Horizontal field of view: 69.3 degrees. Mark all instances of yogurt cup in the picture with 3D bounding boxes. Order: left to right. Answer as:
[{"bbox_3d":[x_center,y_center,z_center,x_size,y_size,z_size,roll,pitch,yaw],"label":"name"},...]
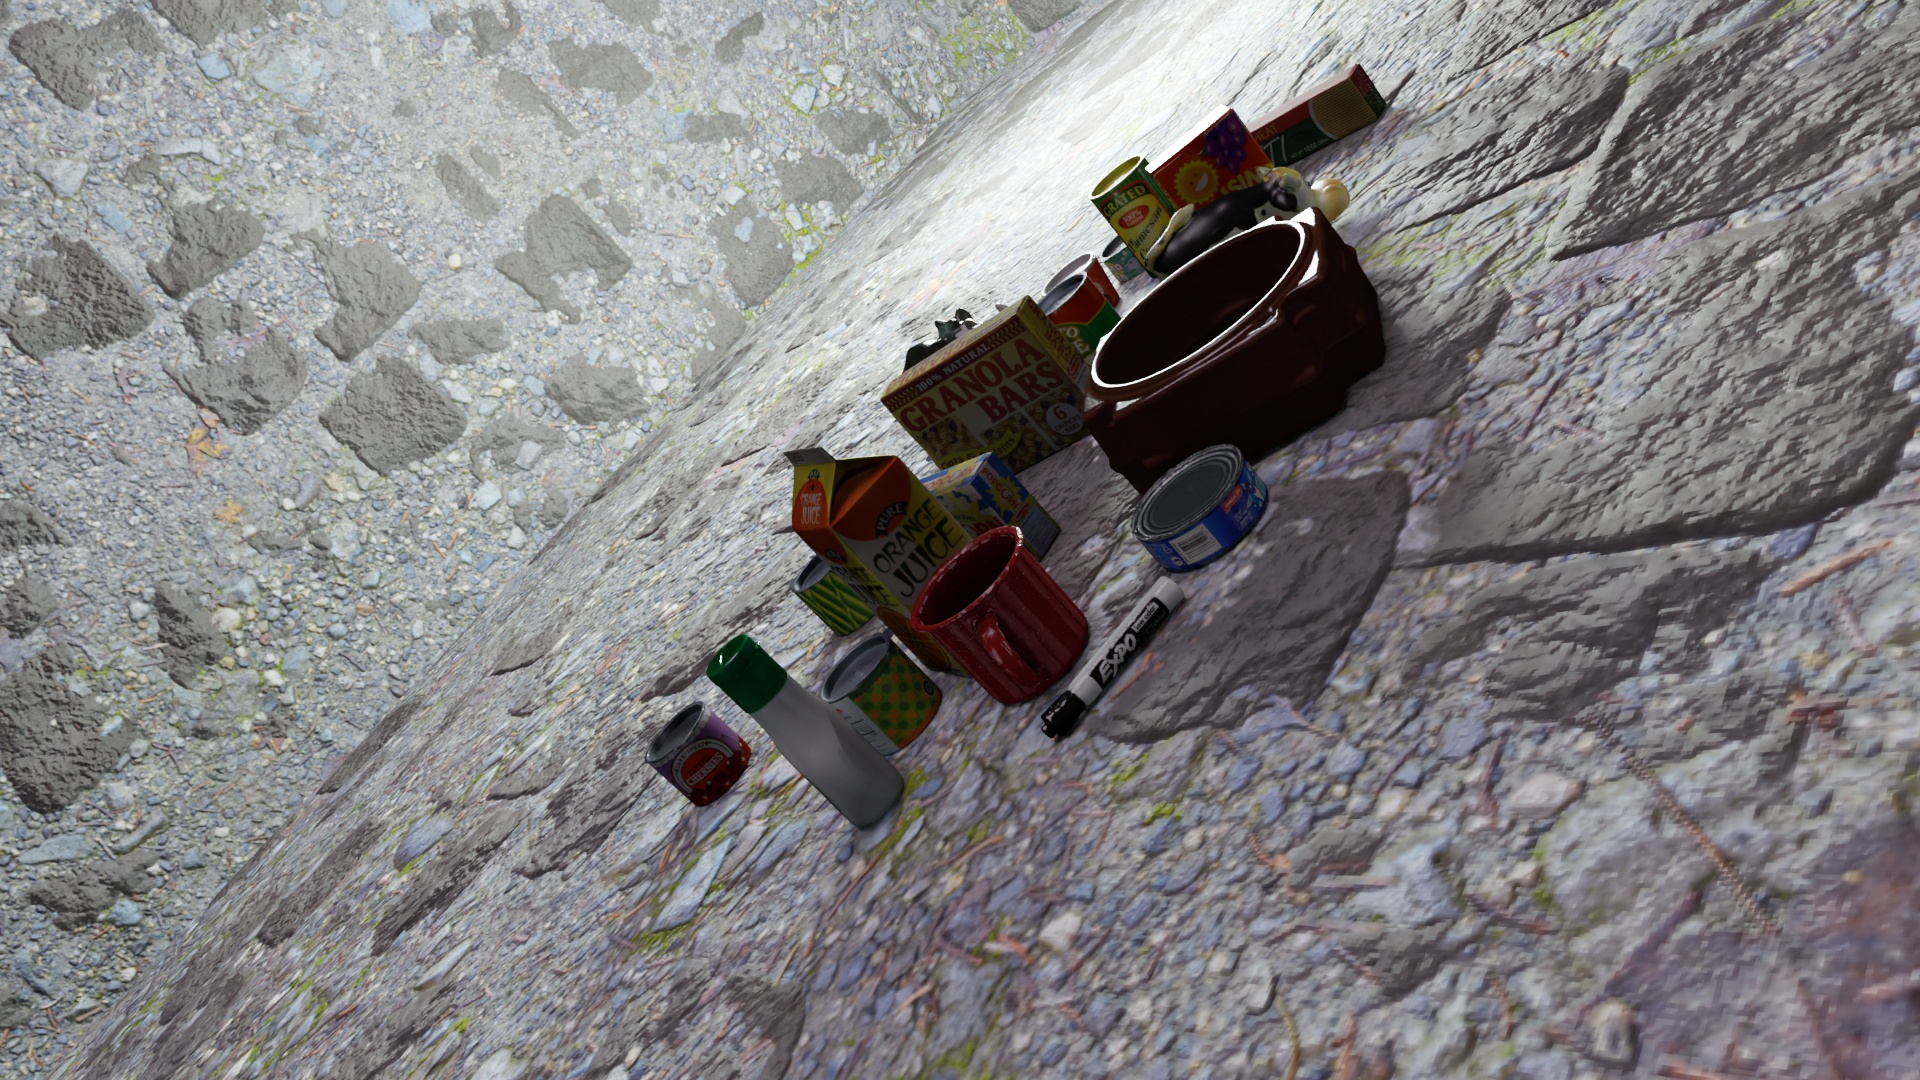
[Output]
[{"bbox_3d":[0.123,-0.249,1.398,0.072,0.054,0.073,-37,20,16],"label":"yogurt cup"}]

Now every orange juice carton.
[{"bbox_3d":[-0.047,0.004,0.976,0.073,0.192,0.071,-49,20,-18],"label":"orange juice carton"}]

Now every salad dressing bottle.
[{"bbox_3d":[-0.100,0.122,0.896,0.044,0.147,0.064,-40,19,7],"label":"salad dressing bottle"}]

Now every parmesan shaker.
[{"bbox_3d":[0.183,-0.316,1.349,0.071,0.103,0.071,-37,20,16],"label":"parmesan shaker"}]

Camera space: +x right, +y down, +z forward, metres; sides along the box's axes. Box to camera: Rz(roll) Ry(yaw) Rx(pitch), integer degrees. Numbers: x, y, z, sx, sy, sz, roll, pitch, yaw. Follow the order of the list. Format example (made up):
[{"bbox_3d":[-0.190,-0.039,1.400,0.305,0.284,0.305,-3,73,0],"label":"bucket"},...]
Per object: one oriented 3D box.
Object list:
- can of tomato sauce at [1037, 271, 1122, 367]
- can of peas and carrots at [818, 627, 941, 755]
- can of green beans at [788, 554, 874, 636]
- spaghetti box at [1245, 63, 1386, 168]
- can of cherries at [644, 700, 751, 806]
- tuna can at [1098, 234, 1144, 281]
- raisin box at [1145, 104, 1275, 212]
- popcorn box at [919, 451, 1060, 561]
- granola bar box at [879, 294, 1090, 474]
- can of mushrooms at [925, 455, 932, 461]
[{"bbox_3d":[0.110,-0.186,1.245,0.071,0.083,0.071,-37,20,16],"label":"can of tomato sauce"},{"bbox_3d":[-0.054,0.106,0.976,0.071,0.058,0.071,-37,20,16],"label":"can of peas and carrots"},{"bbox_3d":[-0.104,0.041,1.212,0.071,0.057,0.071,-37,20,16],"label":"can of green beans"},{"bbox_3d":[0.297,-0.385,1.360,0.249,0.050,0.029,-18,31,50],"label":"spaghetti box"},{"bbox_3d":[-0.214,0.176,1.136,0.071,0.058,0.072,-37,20,16],"label":"can of cherries"},{"bbox_3d":[0.177,-0.298,1.431,0.071,0.032,0.071,-37,20,16],"label":"tuna can"},{"bbox_3d":[0.229,-0.296,1.188,0.086,0.123,0.040,-38,19,12],"label":"raisin box"},{"bbox_3d":[0.004,-0.014,1.078,0.126,0.085,0.038,-18,31,50],"label":"popcorn box"},{"bbox_3d":[0.030,-0.119,1.194,0.165,0.124,0.039,-28,24,36],"label":"granola bar box"},{"bbox_3d":[0.003,-0.089,1.318,0.071,0.033,0.071,-37,20,16],"label":"can of mushrooms"}]
